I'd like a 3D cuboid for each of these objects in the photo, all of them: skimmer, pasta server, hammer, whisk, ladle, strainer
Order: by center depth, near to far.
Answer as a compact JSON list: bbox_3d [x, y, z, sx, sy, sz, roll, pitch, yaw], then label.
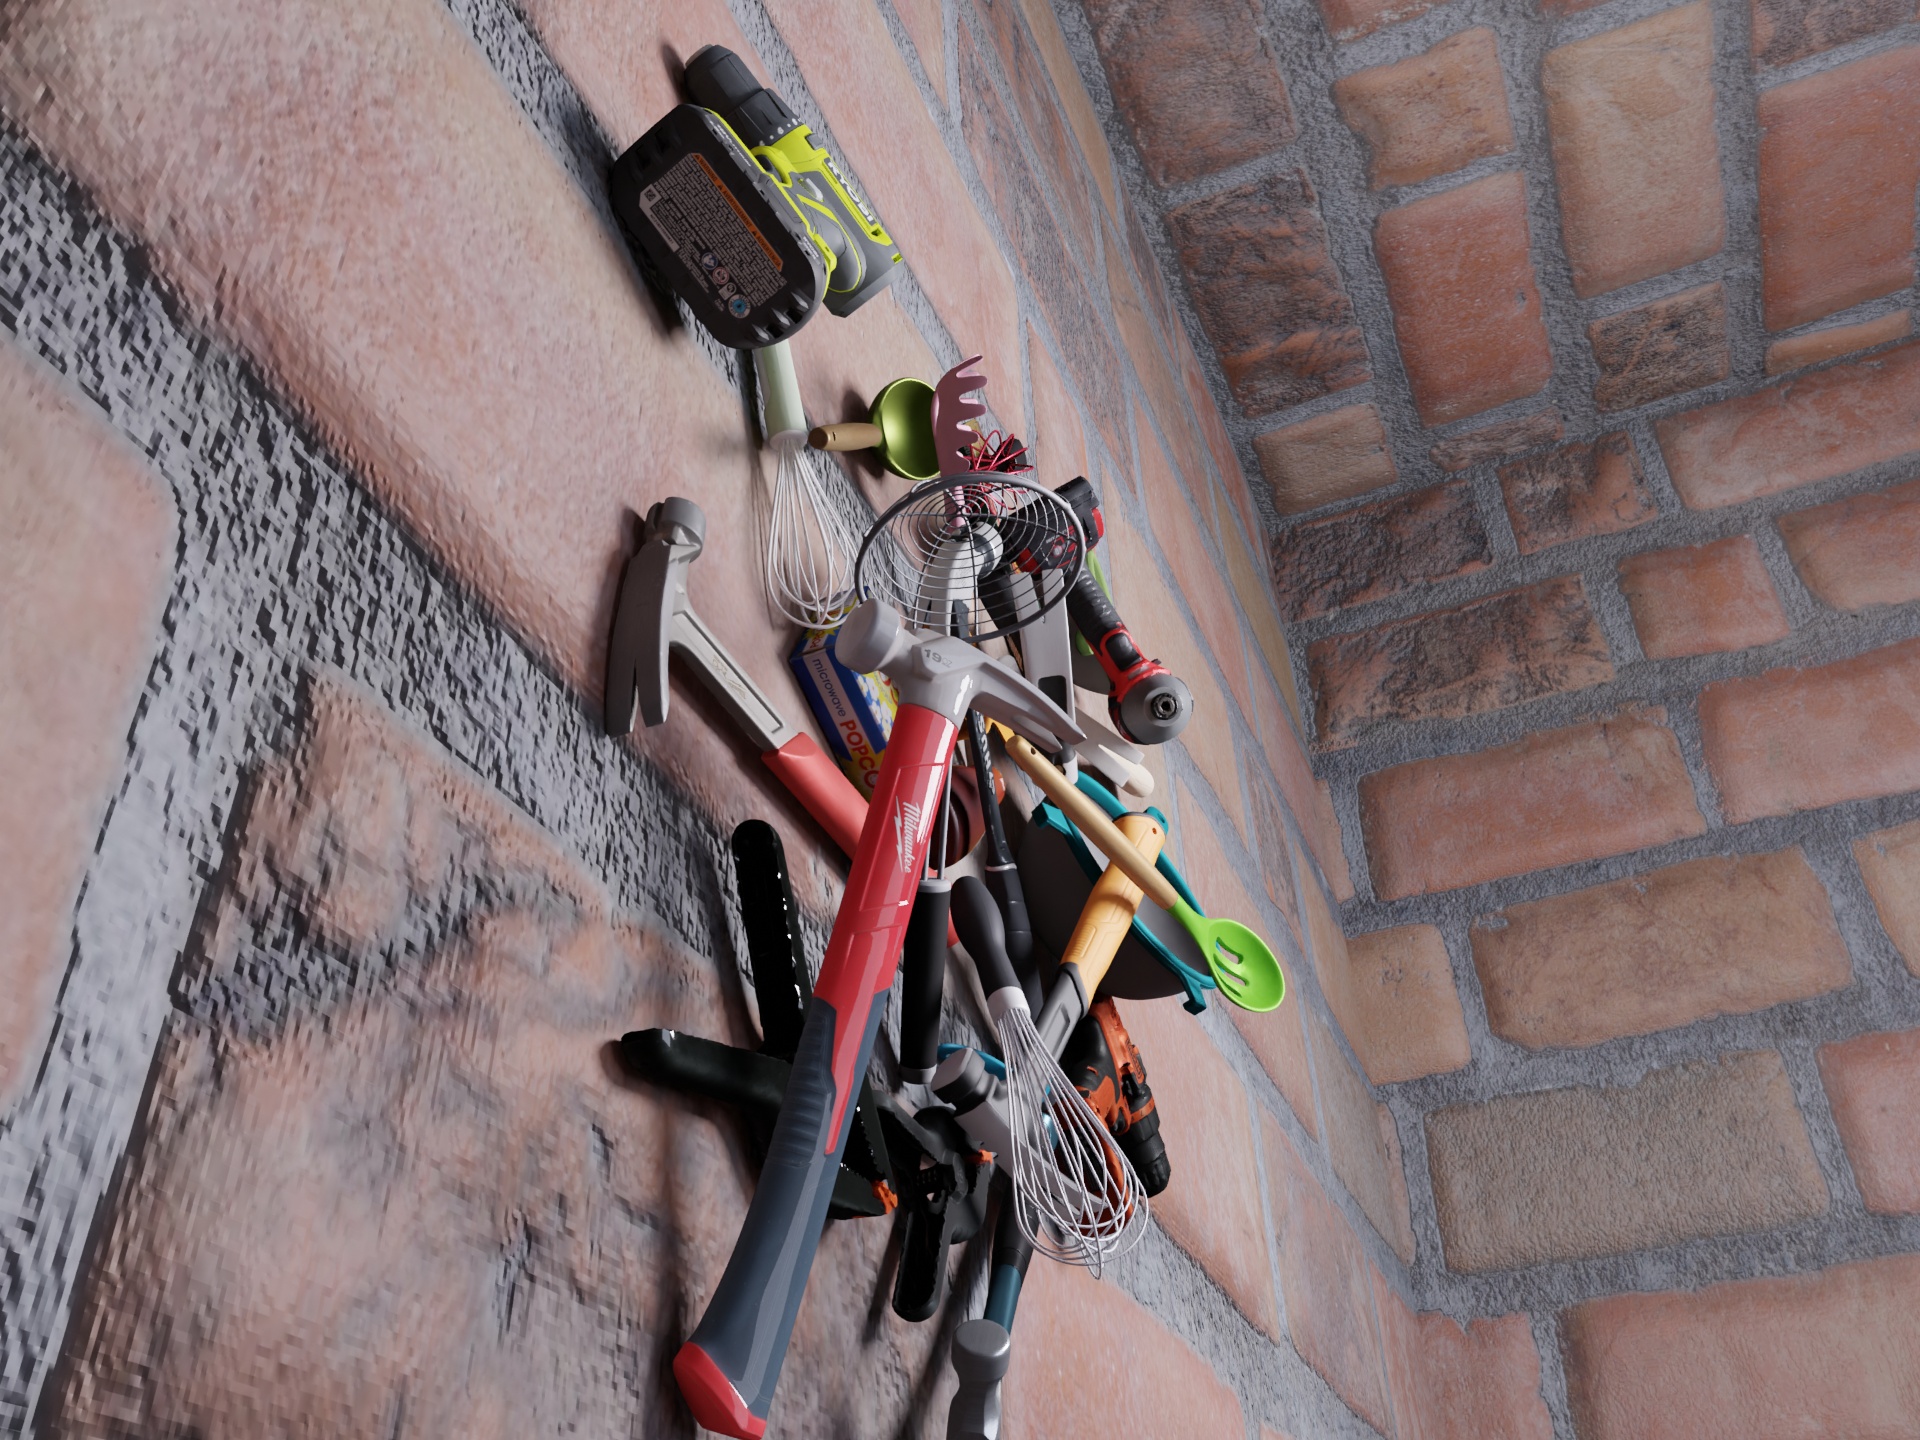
[{"bbox_3d":[-0.039,0.134,0.747,0.143,0.038,0.387,29,59,-25],"label":"hammer"},{"bbox_3d":[-0.005,0.042,0.891,0.090,0.127,0.363,-146,-122,-70],"label":"skimmer"},{"bbox_3d":[-0.083,0.042,0.901,0.358,0.037,0.149,55,26,-46],"label":"hammer"},{"bbox_3d":[0.036,0.189,0.902,0.070,0.070,0.285,59,6,-40],"label":"whisk"},{"bbox_3d":[0.029,0.328,0.951,0.331,0.033,0.128,-59,155,-73],"label":"hammer"},{"bbox_3d":[-0.107,-0.168,0.998,0.057,0.059,0.246,122,-41,-62],"label":"whisk"},{"bbox_3d":[0.024,0.084,1.056,0.149,0.036,0.408,-58,141,-62],"label":"hammer"},{"bbox_3d":[0.086,0.170,1.056,0.127,0.034,0.337,48,36,-10],"label":"hammer"},{"bbox_3d":[-0.053,-0.197,1.083,0.320,0.062,0.078,-59,137,-78],"label":"ladle"},{"bbox_3d":[0.008,-0.108,1.179,0.060,0.040,0.316,-111,-164,-74],"label":"pasta server"},{"bbox_3d":[0.039,-0.079,1.202,0.335,0.035,0.146,-110,-166,-68],"label":"hammer"},{"bbox_3d":[0.122,0.137,1.326,0.211,0.095,0.340,51,14,1],"label":"strainer"},{"bbox_3d":[0.034,-0.215,1.336,0.296,0.073,0.073,-61,133,-75],"label":"whisk"},{"bbox_3d":[0.136,0.034,1.464,0.146,0.038,0.410,36,1,20],"label":"hammer"},{"bbox_3d":[0.106,-0.077,1.486,0.256,0.069,0.151,-36,111,-77],"label":"strainer"}]

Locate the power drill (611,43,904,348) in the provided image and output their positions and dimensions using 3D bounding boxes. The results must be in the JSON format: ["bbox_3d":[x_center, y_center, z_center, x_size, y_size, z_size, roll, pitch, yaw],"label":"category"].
[{"bbox_3d":[-0.128,-0.329,0.988,0.190,0.080,0.229,52,23,-14],"label":"power drill"}]

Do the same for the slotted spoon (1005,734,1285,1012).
[{"bbox_3d":[0.129,0.108,1.097,0.313,0.031,0.070,44,39,-30],"label":"slotted spoon"}]

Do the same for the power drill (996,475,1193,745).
[{"bbox_3d":[0.115,-0.080,1.284,0.219,0.078,0.143,60,-1,-1],"label":"power drill"}]

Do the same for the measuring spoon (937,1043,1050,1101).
[{"bbox_3d":[0.021,0.238,1.049,0.128,0.042,0.021,38,32,-50],"label":"measuring spoon"}]

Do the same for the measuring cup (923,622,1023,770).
[{"bbox_3d":[-0.002,-0.004,1.158,0.173,0.052,0.095,55,26,-50],"label":"measuring cup"}]
